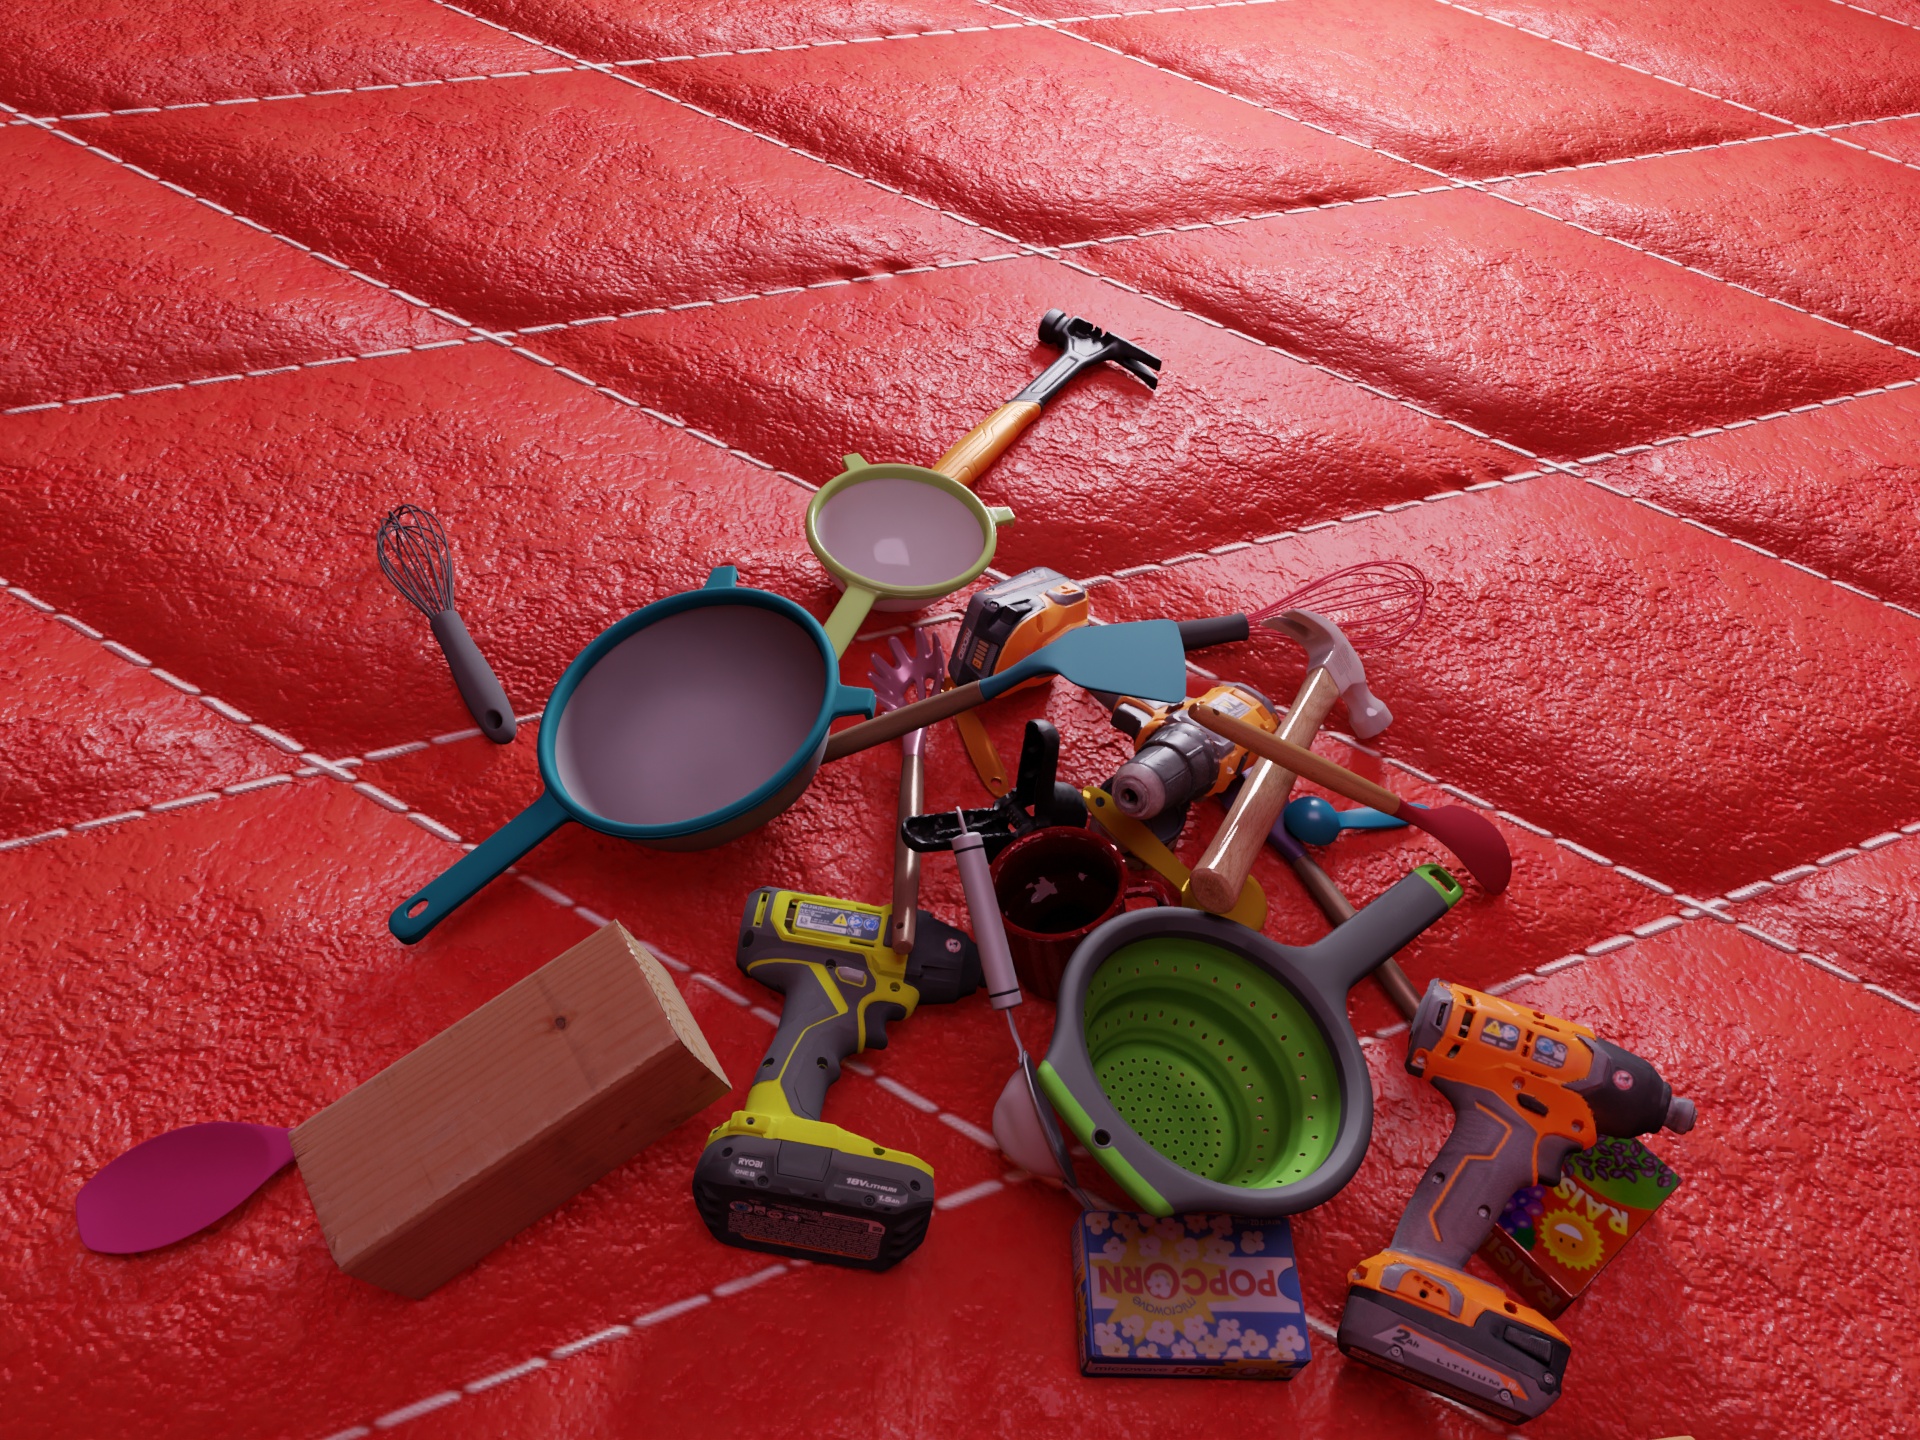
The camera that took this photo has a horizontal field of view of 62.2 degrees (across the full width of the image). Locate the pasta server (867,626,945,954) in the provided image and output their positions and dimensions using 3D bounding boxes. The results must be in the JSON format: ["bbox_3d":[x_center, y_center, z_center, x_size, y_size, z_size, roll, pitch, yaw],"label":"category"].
[{"bbox_3d":[-0.037,0.041,1.101,0.060,0.040,0.316,-18,34,14],"label":"pasta server"}]

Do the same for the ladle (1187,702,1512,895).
[{"bbox_3d":[0.277,0.049,1.093,0.315,0.031,0.069,24,42,-27],"label":"ladle"}]

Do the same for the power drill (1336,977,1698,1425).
[{"bbox_3d":[0.320,0.277,0.917,0.164,0.084,0.227,17,67,19],"label":"power drill"}]

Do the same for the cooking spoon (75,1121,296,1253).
[{"bbox_3d":[-0.345,0.234,0.936,0.319,0.017,0.069,-17,52,-22],"label":"cooking spoon"}]

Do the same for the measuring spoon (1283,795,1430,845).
[{"bbox_3d":[0.298,0.066,1.174,0.128,0.021,0.042,-4,47,-22],"label":"measuring spoon"}]

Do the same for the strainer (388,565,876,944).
[{"bbox_3d":[-0.222,0.054,1.076,0.340,0.095,0.211,-39,52,-14],"label":"strainer"}]

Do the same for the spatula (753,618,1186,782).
[{"bbox_3d":[-0.002,-0.003,1.093,0.317,0.044,0.082,-20,41,20],"label":"spatula"}]

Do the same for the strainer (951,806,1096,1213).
[{"bbox_3d":[0.028,0.178,0.966,0.050,0.087,0.258,-15,81,4],"label":"strainer"}]

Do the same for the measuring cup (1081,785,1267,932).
[{"bbox_3d":[0.147,0.096,1.093,0.156,0.029,0.062,41,67,-2],"label":"measuring cup"}]

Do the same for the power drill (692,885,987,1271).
[{"bbox_3d":[-0.066,0.208,0.969,0.171,0.080,0.223,10,46,-1],"label":"power drill"}]

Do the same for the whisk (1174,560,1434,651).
[{"bbox_3d":[0.245,-0.078,1.279,0.296,0.073,0.073,-10,52,-11],"label":"whisk"}]

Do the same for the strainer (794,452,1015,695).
[{"bbox_3d":[-0.068,-0.095,1.231,0.151,0.069,0.256,20,50,8],"label":"strainer"}]

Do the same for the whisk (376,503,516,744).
[{"bbox_3d":[-0.379,-0.074,1.180,0.055,0.055,0.239,-21,60,-25],"label":"whisk"}]

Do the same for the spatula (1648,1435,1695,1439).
[{"bbox_3d":[0.263,0.418,0.865,0.322,0.041,0.081,-3,50,-13],"label":"spatula"}]

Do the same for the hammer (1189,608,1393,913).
[{"bbox_3d":[0.224,0.025,1.112,0.130,0.031,0.331,56,39,-12],"label":"hammer"}]

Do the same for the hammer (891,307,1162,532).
[{"bbox_3d":[0.049,-0.262,1.417,0.127,0.034,0.337,30,52,17],"label":"hammer"}]

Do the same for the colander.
[{"bbox_3d":[0.195,0.196,1.017,0.397,0.094,0.205,-24,63,-40],"label":"colander"}]

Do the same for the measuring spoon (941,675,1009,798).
[{"bbox_3d":[0.010,0.013,1.192,0.021,0.011,0.117,-13,57,-20],"label":"measuring spoon"}]

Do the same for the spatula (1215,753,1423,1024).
[{"bbox_3d":[0.260,0.119,1.135,0.059,0.018,0.316,-14,53,-26],"label":"spatula"}]

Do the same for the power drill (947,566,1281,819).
[{"bbox_3d":[0.100,-0.015,1.150,0.226,0.084,0.185,33,33,21],"label":"power drill"}]
